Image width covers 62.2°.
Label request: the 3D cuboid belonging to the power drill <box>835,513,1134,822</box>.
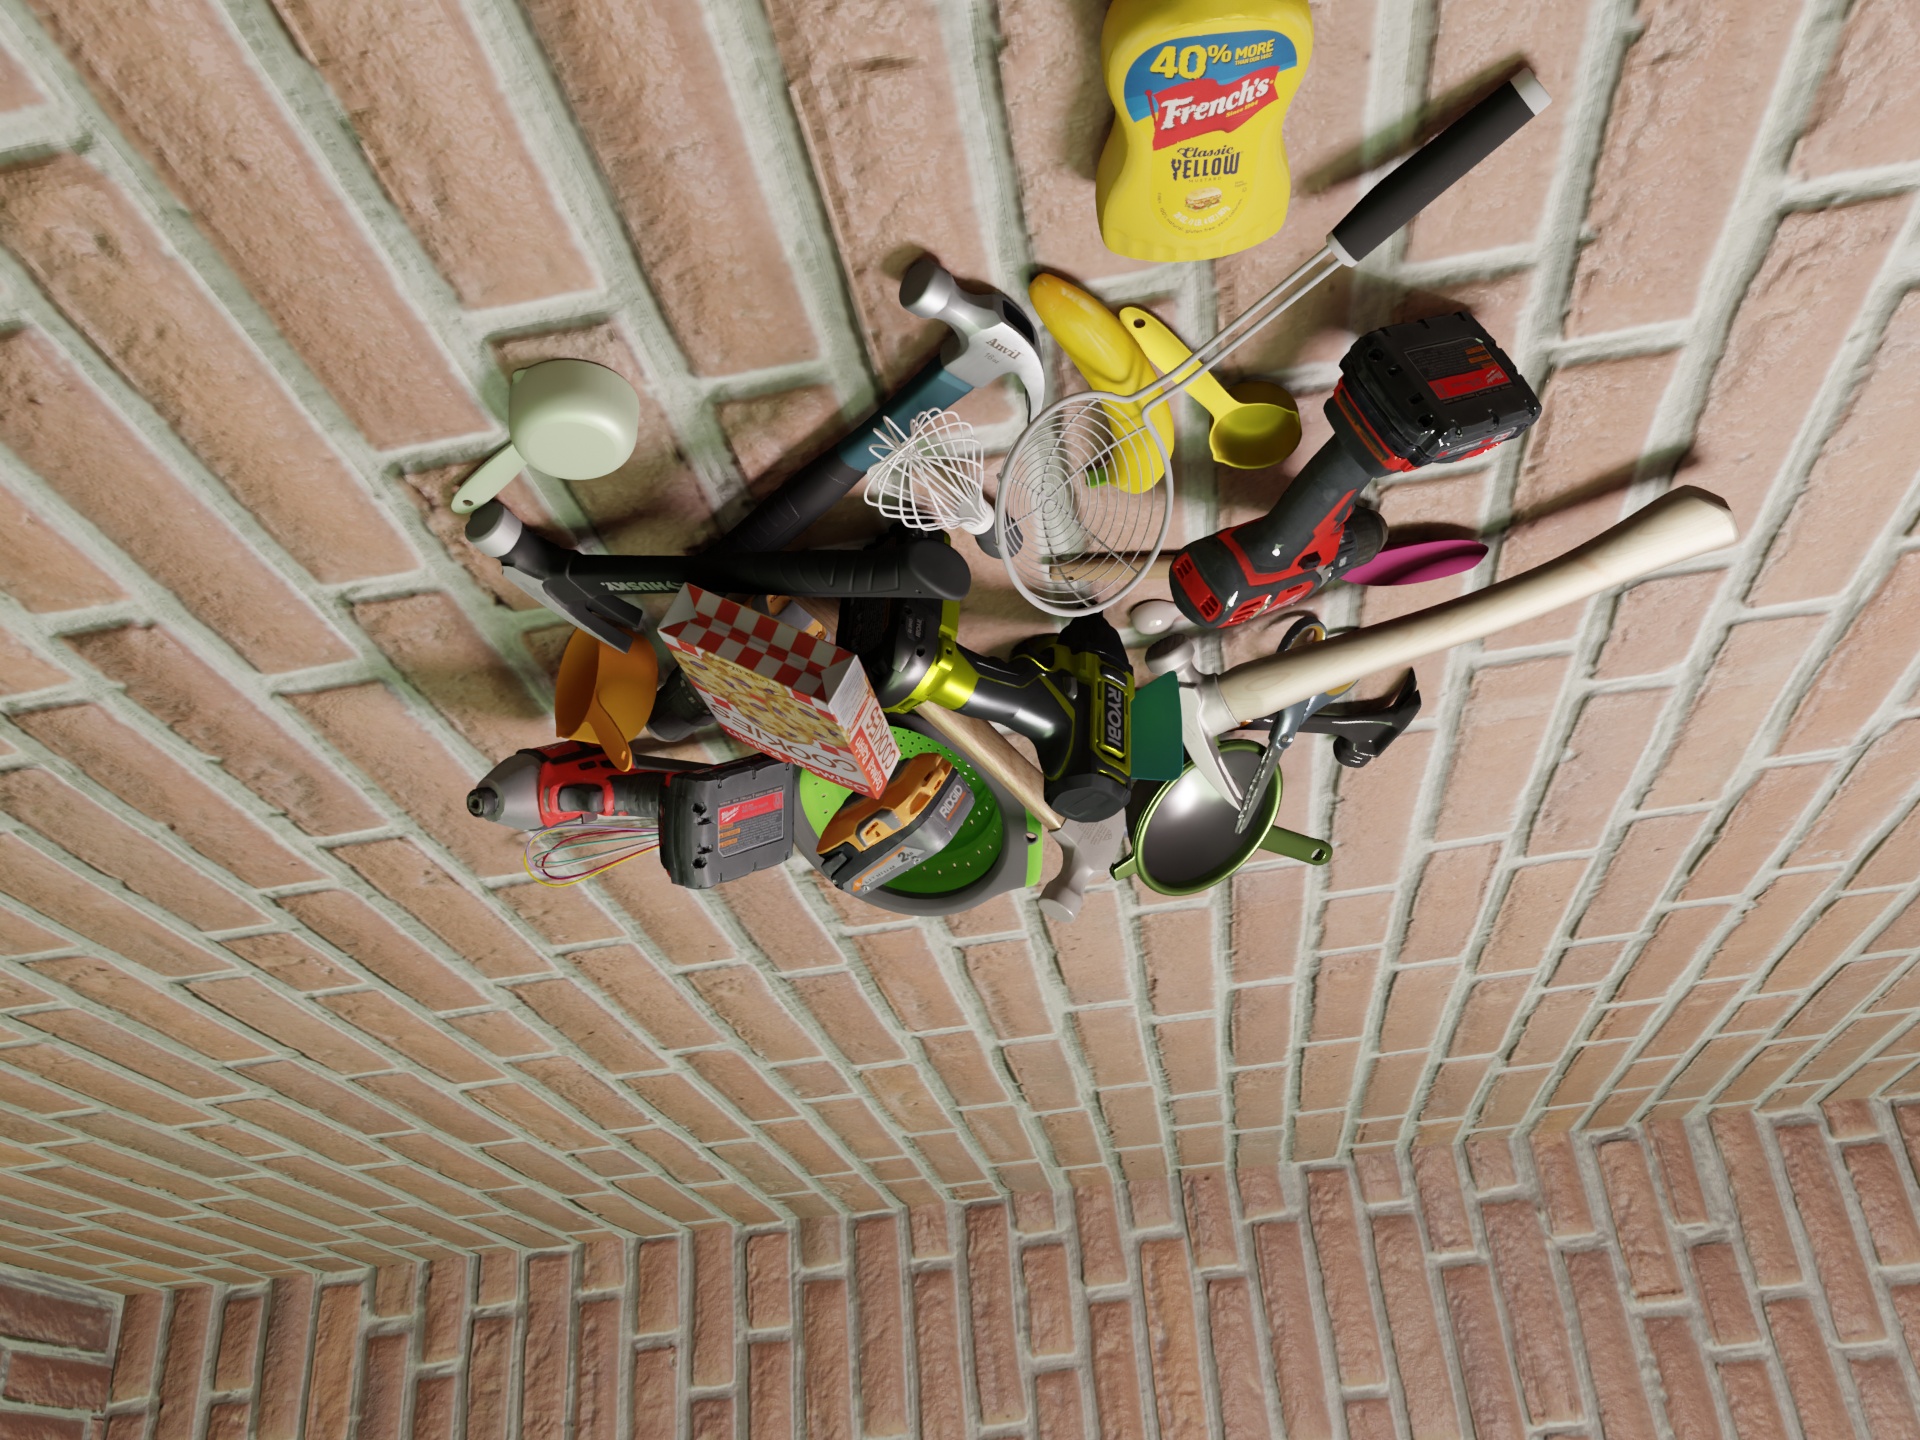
[{"bbox_3d":[0.027,-0.044,1.103,0.223,0.171,0.080,26,141,-30],"label":"power drill"}]

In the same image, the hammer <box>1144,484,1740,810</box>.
[{"bbox_3d":[0.347,-0.059,1.150,0.410,0.038,0.146,-21,109,24],"label":"hammer"}]

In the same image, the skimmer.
[{"bbox_3d":[0.163,-0.194,0.850,0.363,0.090,0.127,-37,133,28],"label":"skimmer"}]

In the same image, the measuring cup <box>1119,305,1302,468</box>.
[{"bbox_3d":[0.149,-0.209,0.962,0.062,0.029,0.156,-27,132,36],"label":"measuring cup"}]

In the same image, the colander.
[{"bbox_3d":[-0.116,0.042,1.306,0.397,0.095,0.204,7,126,15],"label":"colander"}]

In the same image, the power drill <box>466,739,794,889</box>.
[{"bbox_3d":[-0.238,0.057,1.140,0.220,0.078,0.143,8,-168,31],"label":"power drill"}]

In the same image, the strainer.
[{"bbox_3d":[0.228,0.080,1.364,0.256,0.069,0.151,18,108,-42],"label":"strainer"}]

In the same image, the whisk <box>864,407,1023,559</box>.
[{"bbox_3d":[0.001,-0.130,0.964,0.070,0.070,0.284,-12,173,12],"label":"whisk"}]

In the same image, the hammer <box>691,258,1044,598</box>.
[{"bbox_3d":[-0.076,-0.159,0.998,0.128,0.033,0.331,21,143,-36],"label":"hammer"}]

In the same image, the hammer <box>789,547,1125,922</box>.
[{"bbox_3d":[-0.002,-0.004,1.146,0.331,0.130,0.031,43,152,-20],"label":"hammer"}]

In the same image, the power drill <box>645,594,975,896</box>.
[{"bbox_3d":[-0.122,0.023,1.186,0.185,0.084,0.226,-33,104,38],"label":"power drill"}]

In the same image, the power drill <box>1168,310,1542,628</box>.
[{"bbox_3d":[0.251,-0.148,0.994,0.188,0.080,0.226,-19,161,-37],"label":"power drill"}]

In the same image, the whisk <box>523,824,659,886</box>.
[{"bbox_3d":[-0.277,0.111,1.447,0.245,0.047,0.051,-10,150,2],"label":"whisk"}]

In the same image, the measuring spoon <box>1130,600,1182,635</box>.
[{"bbox_3d":[0.189,-0.083,1.193,0.124,0.018,0.034,-11,150,9],"label":"measuring spoon"}]

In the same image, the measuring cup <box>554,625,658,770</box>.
[{"bbox_3d":[-0.237,-0.006,1.122,0.052,0.174,0.095,11,111,-34],"label":"measuring cup"}]

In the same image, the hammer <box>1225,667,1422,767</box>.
[{"bbox_3d":[0.211,-0.006,1.320,0.336,0.034,0.127,3,151,-13],"label":"hammer"}]

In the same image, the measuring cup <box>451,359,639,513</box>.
[{"bbox_3d":[-0.262,-0.156,0.966,0.167,0.038,0.083,-30,143,34],"label":"measuring cup"}]

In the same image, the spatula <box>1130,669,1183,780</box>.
[{"bbox_3d":[0.123,0.039,1.302,0.044,0.082,0.317,0,166,-6],"label":"spatula"}]

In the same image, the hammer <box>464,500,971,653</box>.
[{"bbox_3d":[-0.144,-0.089,0.999,0.335,0.035,0.146,3,154,30],"label":"hammer"}]

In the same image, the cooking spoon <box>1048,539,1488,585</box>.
[{"bbox_3d":[0.222,-0.113,1.143,0.319,0.017,0.068,-3,159,-5],"label":"cooking spoon"}]
